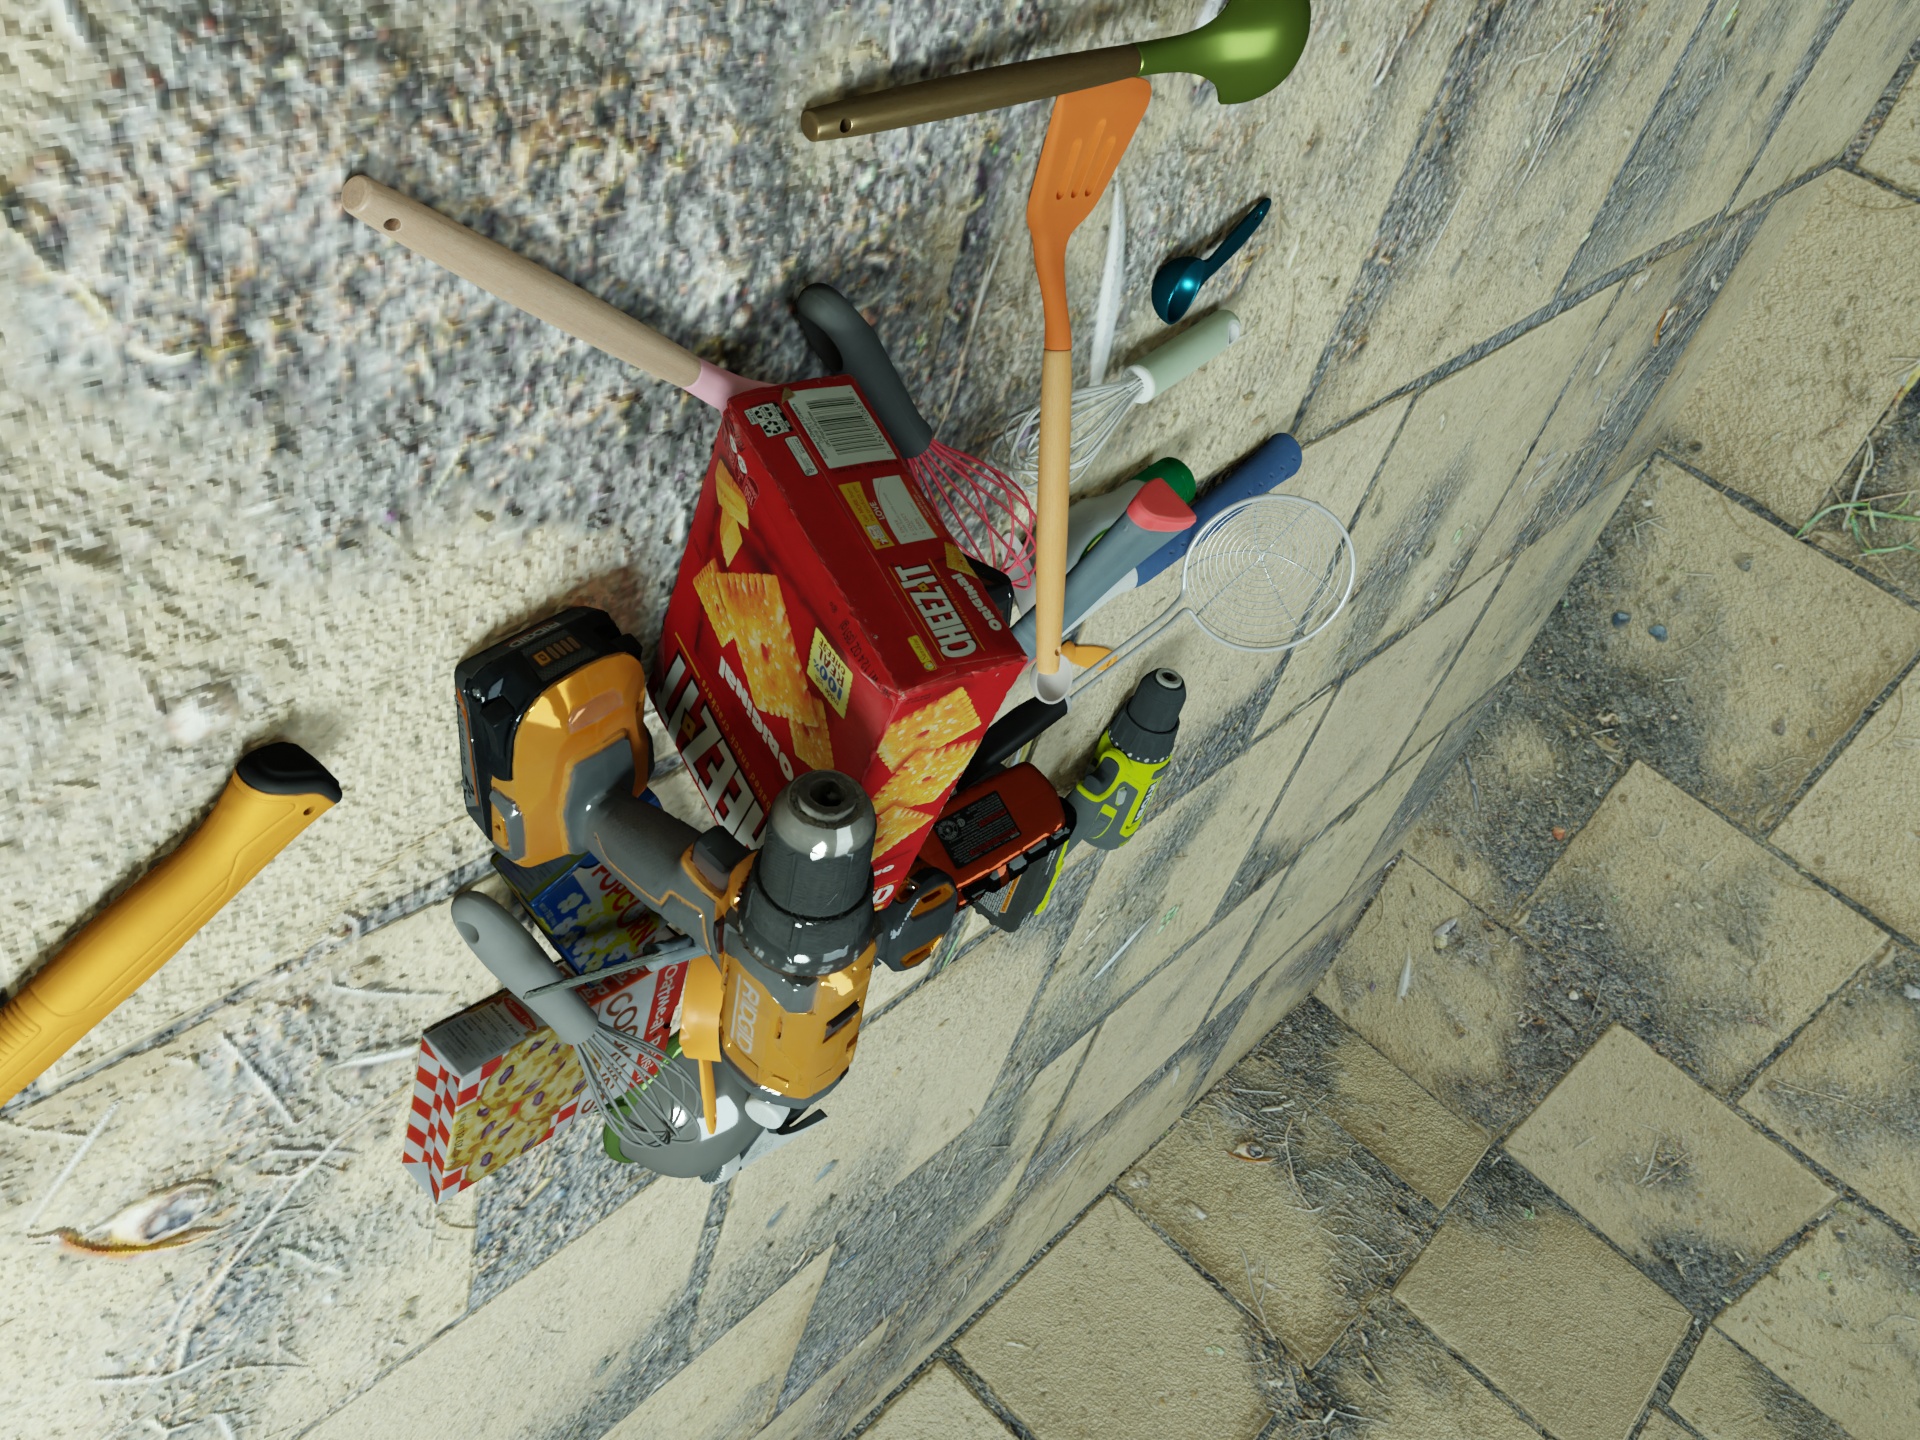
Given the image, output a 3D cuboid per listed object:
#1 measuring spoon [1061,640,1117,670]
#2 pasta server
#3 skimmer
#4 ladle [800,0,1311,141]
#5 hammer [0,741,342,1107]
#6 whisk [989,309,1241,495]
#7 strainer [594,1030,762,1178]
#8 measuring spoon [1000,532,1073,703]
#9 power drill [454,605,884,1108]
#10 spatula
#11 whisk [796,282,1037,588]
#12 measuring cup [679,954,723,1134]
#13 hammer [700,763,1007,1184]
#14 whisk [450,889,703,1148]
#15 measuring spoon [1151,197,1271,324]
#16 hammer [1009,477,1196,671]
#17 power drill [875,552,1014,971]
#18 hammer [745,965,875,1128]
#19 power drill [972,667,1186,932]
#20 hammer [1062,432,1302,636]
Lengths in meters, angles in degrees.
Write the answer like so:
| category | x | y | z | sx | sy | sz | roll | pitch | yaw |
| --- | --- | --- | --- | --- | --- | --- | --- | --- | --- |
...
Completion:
| category | x | y | z | sx | sy | sz | roll | pitch | yaw |
| --- | --- | --- | --- | --- | --- | --- | --- | --- | --- |
| measuring spoon | 0.103 | -0.048 | 1.254 | 0.021 | 0.011 | 0.117 | -56 | 157 | 13 |
| pasta server | -0.123 | -0.145 | 0.646 | 0.060 | 0.040 | 0.316 | -37 | 160 | 16 |
| skimmer | 0.132 | -0.042 | 1.124 | 0.363 | 0.090 | 0.127 | -35 | 121 | -27 |
| ladle | 0.052 | -0.306 | 0.736 | 0.320 | 0.062 | 0.078 | -26 | 140 | -33 |
| hammer | -0.374 | 0.140 | 0.621 | 0.337 | 0.034 | 0.127 | -46 | 157 | -11 |
| whisk | 0.103 | -0.203 | 0.975 | 0.246 | 0.059 | 0.057 | -38 | 138 | -38 |
| strainer | -0.200 | 0.275 | 1.111 | 0.151 | 0.069 | 0.256 | -53 | 159 | 6 |
| measuring spoon | 0.044 | -0.068 | 1.046 | 0.034 | 0.018 | 0.124 | -34 | 119 | -30 |
| power drill | -0.123 | 0.043 | 0.689 | 0.084 | 0.226 | 0.185 | -33 | 152 | -36 |
| spatula | 0.059 | -0.175 | 0.858 | 0.081 | 0.041 | 0.322 | -25 | 123 | -46 |
| whisk | -0.019 | -0.137 | 0.830 | 0.073 | 0.073 | 0.295 | -49 | 152 | -4 |
| measuring cup | -0.147 | 0.214 | 1.054 | 0.095 | 0.052 | 0.173 | -77 | 171 | -57 |
| hammer | -0.074 | 0.202 | 1.281 | 0.409 | 0.036 | 0.149 | -58 | 158 | 17 |
| whisk | -0.208 | 0.169 | 0.876 | 0.055 | 0.055 | 0.238 | -43 | 133 | -17 |
| measuring spoon | 0.152 | -0.289 | 0.976 | 0.129 | 0.021 | 0.042 | -48 | 160 | -29 |
| hammer | -0.002 | -0.003 | 1.005 | 0.386 | 0.038 | 0.143 | -43 | 160 | 11 |
| power drill | -0.064 | 0.007 | 0.872 | 0.084 | 0.164 | 0.226 | -22 | 132 | -49 |
| hammer | -0.075 | 0.144 | 1.048 | 0.128 | 0.033 | 0.330 | -57 | 172 | -43 |
| power drill | 0.102 | 0.063 | 1.344 | 0.228 | 0.080 | 0.190 | -32 | 152 | -43 |
| hammer | 0.115 | -0.097 | 1.170 | 0.405 | 0.035 | 0.144 | -38 | 154 | -28 |
